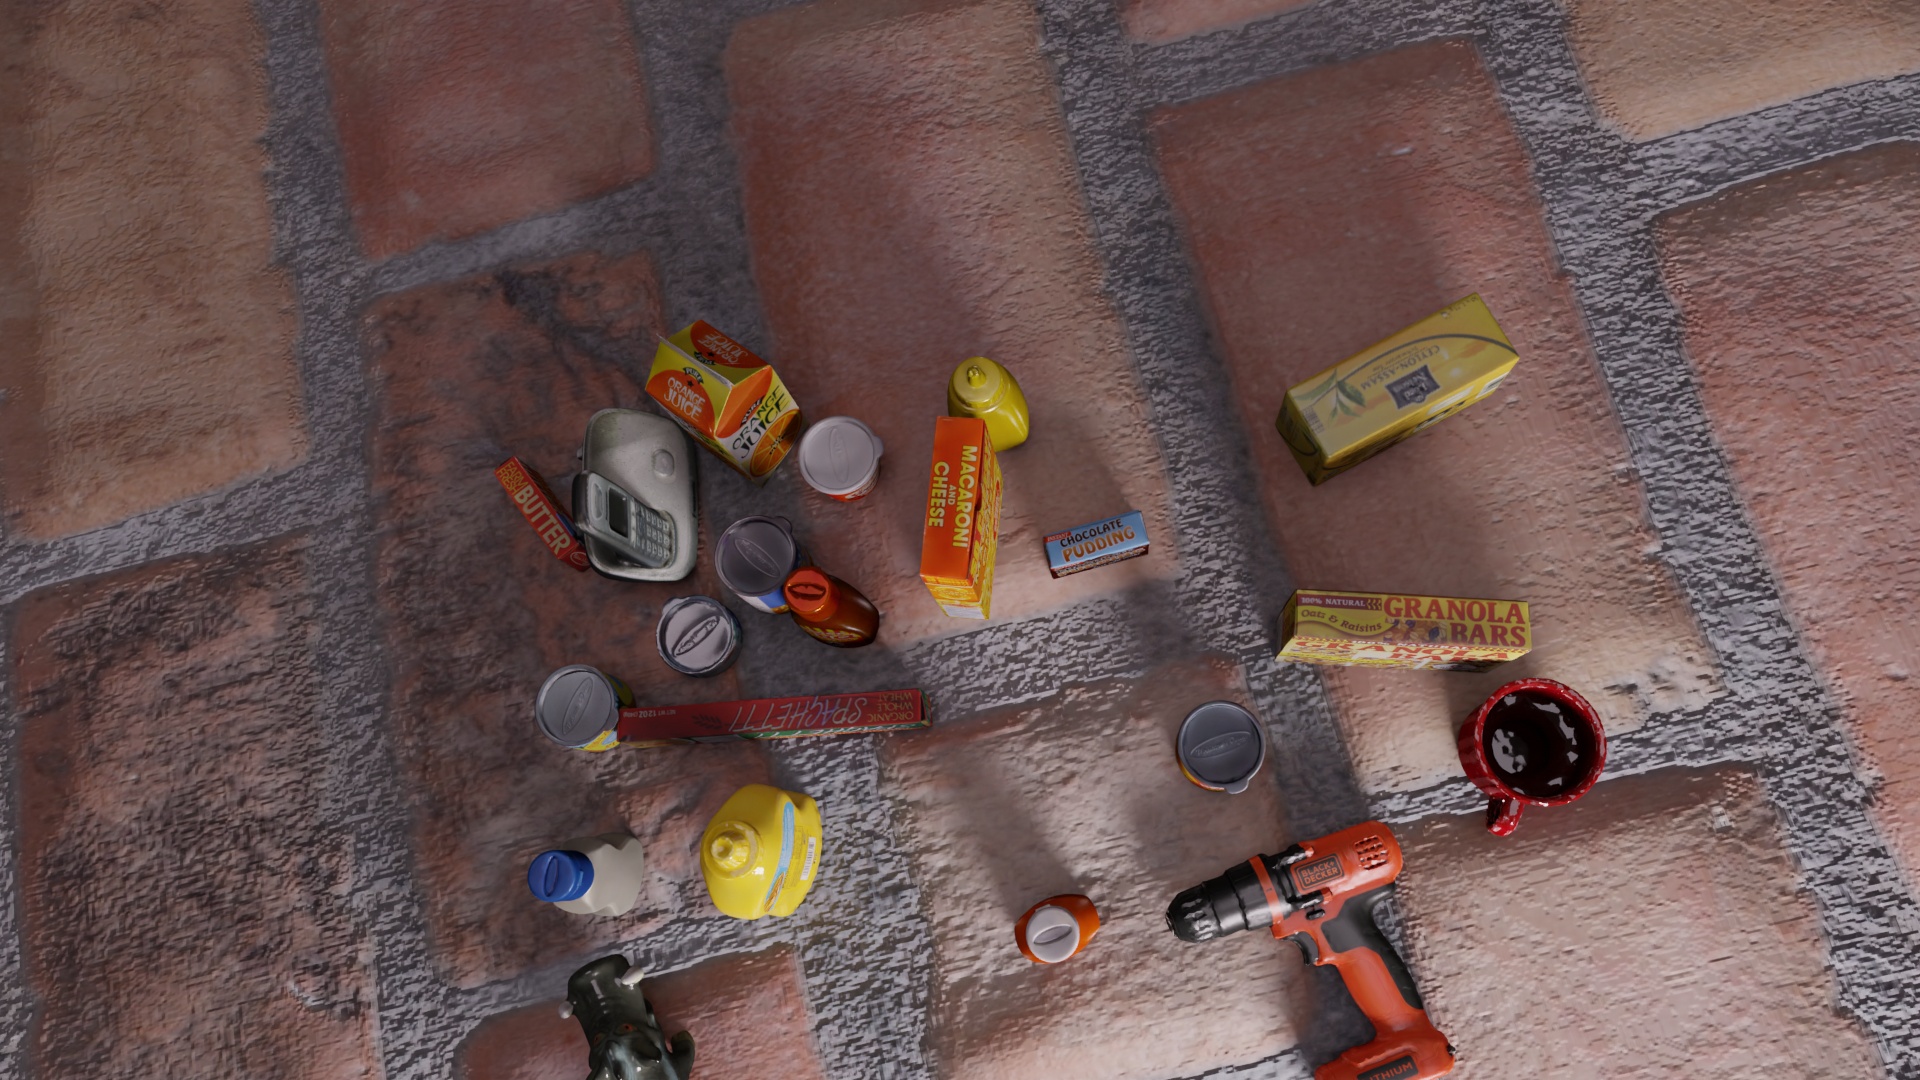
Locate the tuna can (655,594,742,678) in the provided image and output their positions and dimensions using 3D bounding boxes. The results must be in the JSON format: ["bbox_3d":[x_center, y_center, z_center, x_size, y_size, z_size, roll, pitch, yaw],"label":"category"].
[{"bbox_3d":[-0.218,0.078,1.152,0.071,0.032,0.071,-1,76,5],"label":"tuna can"}]

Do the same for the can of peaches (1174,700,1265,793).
[{"bbox_3d":[0.201,0.162,1.076,0.071,0.058,0.071,-1,76,6],"label":"can of peaches"}]

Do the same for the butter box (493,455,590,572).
[{"bbox_3d":[-0.351,-0.022,1.180,0.024,0.053,0.103,-39,76,-4],"label":"butter box"}]

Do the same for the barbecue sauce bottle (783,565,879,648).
[{"bbox_3d":[-0.105,0.052,1.088,0.065,0.148,0.044,7,78,8],"label":"barbecue sauce bottle"}]

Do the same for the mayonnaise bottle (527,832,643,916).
[{"bbox_3d":[-0.283,0.254,1.056,0.041,0.148,0.065,4,77,7],"label":"mayonnaise bottle"}]

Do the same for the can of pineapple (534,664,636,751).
[{"bbox_3d":[-0.303,0.139,1.133,0.071,0.057,0.071,-1,76,6],"label":"can of pineapple"}]

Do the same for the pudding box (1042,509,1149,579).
[{"bbox_3d":[0.110,0.003,1.129,0.084,0.049,0.030,-15,76,2],"label":"pudding box"}]

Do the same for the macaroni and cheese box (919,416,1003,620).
[{"bbox_3d":[0.004,-0.014,1.084,0.040,0.166,0.124,4,77,7],"label":"macaroni and cheese box"}]

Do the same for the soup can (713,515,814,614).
[{"bbox_3d":[-0.156,0.020,1.134,0.071,0.083,0.071,-1,76,6],"label":"soup can"}]

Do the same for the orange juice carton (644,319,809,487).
[{"bbox_3d":[-0.188,-0.113,1.114,0.072,0.192,0.073,35,82,12],"label":"orange juice carton"}]

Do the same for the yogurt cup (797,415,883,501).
[{"bbox_3d":[-0.098,-0.065,1.165,0.072,0.054,0.072,-1,76,6],"label":"yogurt cup"}]

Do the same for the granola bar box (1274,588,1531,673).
[{"bbox_3d":[0.329,0.069,1.052,0.165,0.124,0.039,3,77,7],"label":"granola bar box"}]

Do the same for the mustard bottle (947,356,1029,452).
[{"bbox_3d":[0.019,-0.113,1.110,0.065,0.160,0.049,-8,76,4],"label":"mustard bottle"}]

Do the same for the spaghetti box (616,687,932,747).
[{"bbox_3d":[-0.148,0.144,1.120,0.250,0.050,0.029,-5,76,5],"label":"spaghetti box"}]

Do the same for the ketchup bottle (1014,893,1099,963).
[{"bbox_3d":[0.069,0.283,1.013,0.065,0.148,0.043,-22,76,1],"label":"ketchup bottle"}]
